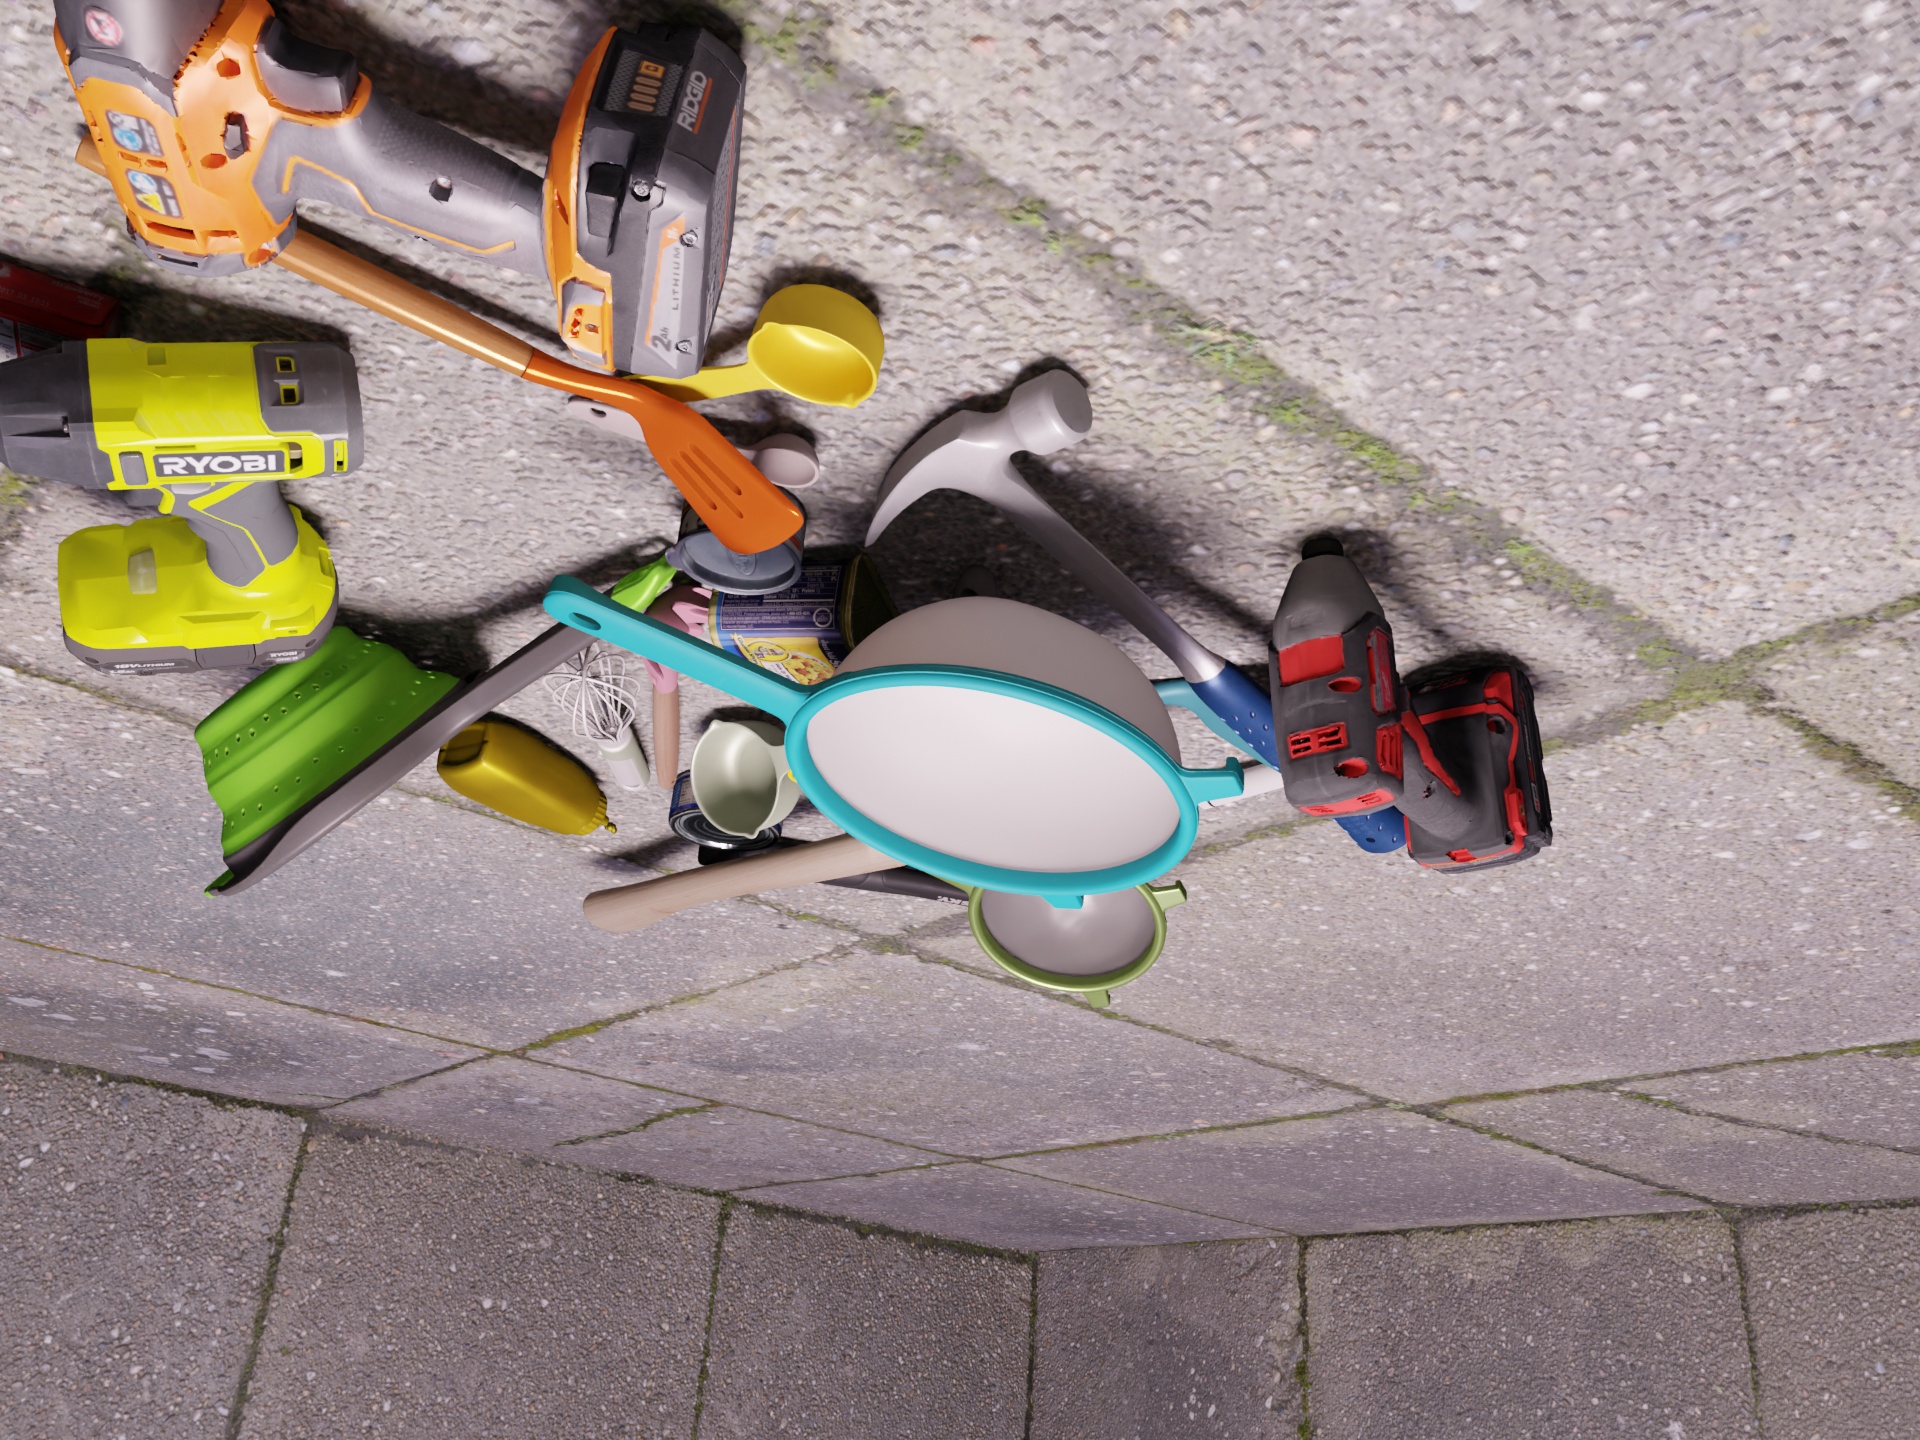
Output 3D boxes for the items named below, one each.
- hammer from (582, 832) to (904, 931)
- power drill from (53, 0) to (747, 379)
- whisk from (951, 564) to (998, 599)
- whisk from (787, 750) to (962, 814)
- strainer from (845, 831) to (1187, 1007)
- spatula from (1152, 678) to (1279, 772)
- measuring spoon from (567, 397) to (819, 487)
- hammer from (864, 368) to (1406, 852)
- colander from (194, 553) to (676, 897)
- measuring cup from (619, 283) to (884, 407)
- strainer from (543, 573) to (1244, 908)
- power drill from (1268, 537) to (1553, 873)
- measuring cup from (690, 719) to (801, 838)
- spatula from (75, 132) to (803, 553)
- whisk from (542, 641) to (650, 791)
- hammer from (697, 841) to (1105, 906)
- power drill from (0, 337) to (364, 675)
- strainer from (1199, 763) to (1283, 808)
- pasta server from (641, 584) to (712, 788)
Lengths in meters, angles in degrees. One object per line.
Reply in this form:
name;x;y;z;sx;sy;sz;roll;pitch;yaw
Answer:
hammer;-0.161;0.112;1.191;0.410;0.038;0.146;-16;148;41
power drill;-0.194;-0.209;0.554;0.226;0.084;0.164;12;154;-6
whisk;-0.002;-0.004;0.946;0.055;0.055;0.238;6;138;-2
whisk;0.019;0.030;0.925;0.245;0.051;0.047;1;128;-22
strainer;0.037;0.113;1.213;0.256;0.069;0.151;24;129;-4
spatula;0.059;-0.006;0.975;0.317;0.044;0.082;3;150;8
measuring spoon;-0.127;-0.140;0.766;0.124;0.018;0.034;15;156;-5
hammer;0.120;-0.033;0.853;0.144;0.035;0.405;-17;138;40
colander;-0.332;-0.028;0.943;0.397;0.205;0.094;-29;106;26
measuring cup;-0.100;-0.162;0.707;0.156;0.029;0.062;1;156;36
strainer;-0.034;-0.023;0.804;0.340;0.095;0.211;24;148;-12
power drill;0.235;-0.003;0.851;0.078;0.143;0.219;-17;154;35
measuring cup;-0.105;0.022;1.045;0.167;0.083;0.038;-22;175;31
spatula;-0.214;-0.159;0.691;0.322;0.041;0.081;23;162;-26
whisk;-0.228;0.007;1.042;0.058;0.059;0.246;2;163;-3
hammer;-0.047;0.133;1.300;0.334;0.035;0.146;11;153;-13
power drill;-0.385;-0.104;0.775;0.171;0.080;0.223;-7;159;-24
strainer;0.161;0.054;1.090;0.258;0.050;0.086;-20;131;36
pasta server;-0.184;-0.009;1.021;0.040;0.060;0.316;39;157;6
